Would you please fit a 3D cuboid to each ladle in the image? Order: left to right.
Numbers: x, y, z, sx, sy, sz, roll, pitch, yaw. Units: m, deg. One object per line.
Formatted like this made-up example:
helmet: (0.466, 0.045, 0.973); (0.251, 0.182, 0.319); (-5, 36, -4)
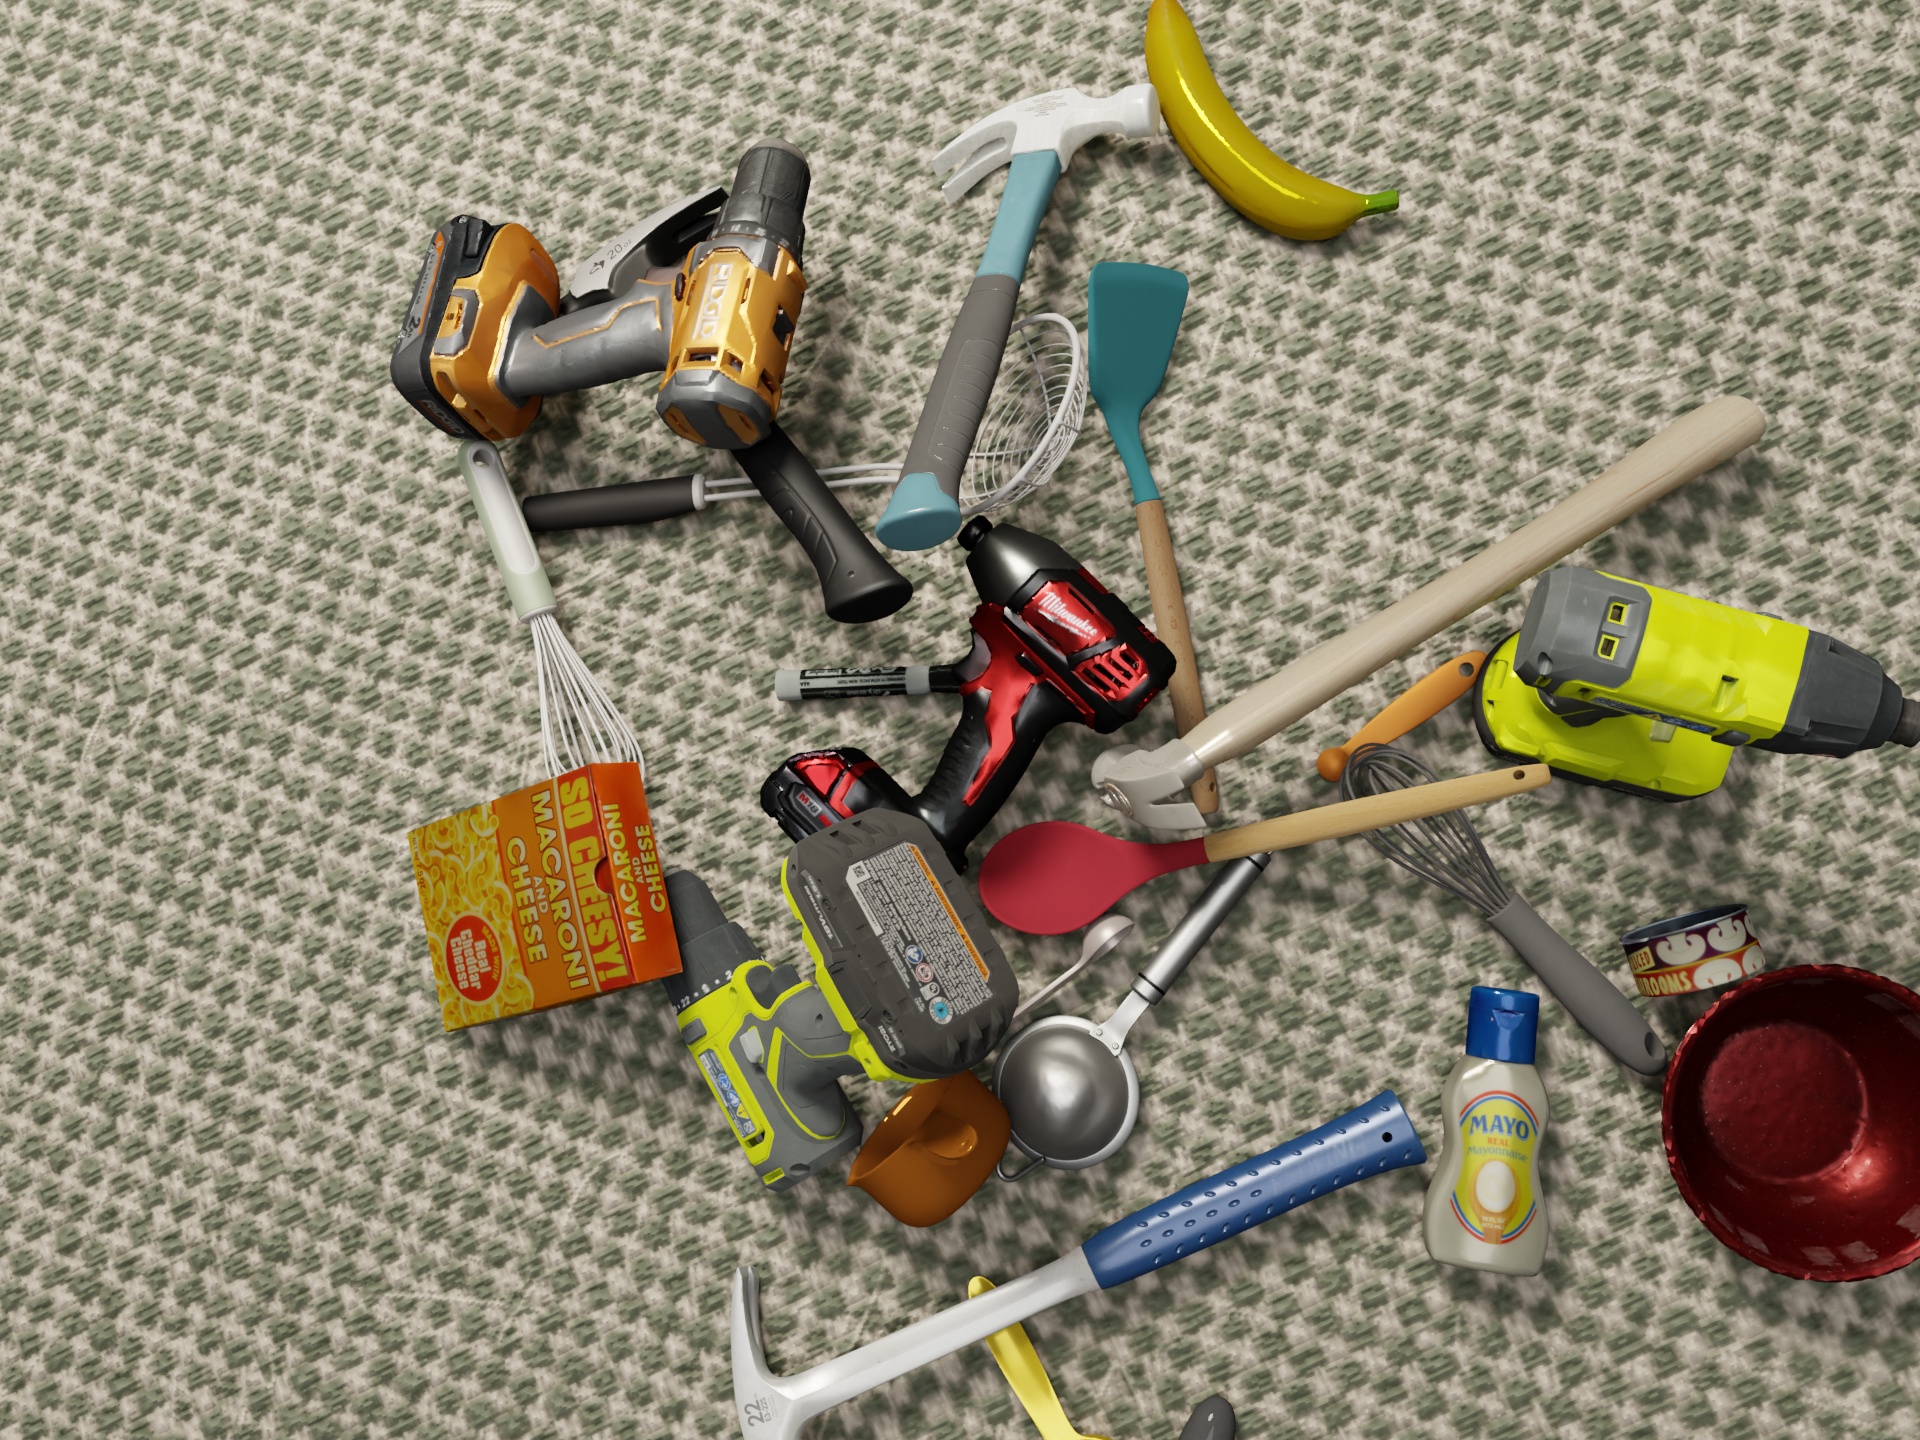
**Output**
ladle: (0.160, 0.064, 0.873); (0.315, 0.031, 0.069); (-14, 63, 19)

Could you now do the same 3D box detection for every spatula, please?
spatula: (0.120, -0.103, 0.919); (0.044, 0.082, 0.317); (-15, 84, 49)

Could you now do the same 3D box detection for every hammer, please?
hammer: (-0.123, -0.177, 0.911); (0.146, 0.035, 0.335); (-40, 60, 4)
hammer: (0.018, -0.233, 0.889); (0.128, 0.033, 0.331); (3, 59, 25)
hammer: (0.060, 0.301, 0.881); (0.405, 0.035, 0.144); (-25, 69, 2)
hammer: (0.260, -0.062, 0.849); (0.410, 0.146, 0.038); (-31, 95, -5)

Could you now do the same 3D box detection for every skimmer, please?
skimmer: (-0.104, -0.161, 0.934); (0.363, 0.090, 0.127); (-6, 56, 9)

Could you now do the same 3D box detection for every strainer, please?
strainer: (0.099, 0.157, 0.899); (0.087, 0.050, 0.258); (38, 86, 18)

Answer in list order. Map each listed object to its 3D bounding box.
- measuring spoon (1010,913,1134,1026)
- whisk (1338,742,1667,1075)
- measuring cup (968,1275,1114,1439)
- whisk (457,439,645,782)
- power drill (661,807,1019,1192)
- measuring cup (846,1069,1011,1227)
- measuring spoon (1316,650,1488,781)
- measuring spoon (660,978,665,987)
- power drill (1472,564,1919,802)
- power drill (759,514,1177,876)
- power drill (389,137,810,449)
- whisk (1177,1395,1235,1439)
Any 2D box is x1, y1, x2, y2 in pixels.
measuring spoon: (0.047, 0.149, 0.912); (0.124, 0.034, 0.018); (-39, 71, 6)
whisk: (0.298, 0.105, 0.874); (0.055, 0.055, 0.239); (-44, 84, 1)
measuring cup: (0.049, 0.383, 0.891); (0.062, 0.029, 0.157); (-32, 69, 1)
whisk: (-0.249, -0.056, 0.951); (0.058, 0.059, 0.246); (-20, 86, -29)
power drill: (-0.085, 0.138, 0.853); (0.080, 0.228, 0.190); (-22, 78, -41)
measuring cup: (-0.002, 0.230, 0.838); (0.052, 0.173, 0.095); (45, 74, -5)
measuring spoon: (0.253, -0.004, 0.908); (0.117, 0.011, 0.021); (-36, 81, 2)
measuring spoon: (-0.187, 0.114, 0.948); (0.021, 0.042, 0.128); (-27, 88, -21)
power drill: (0.350, -0.012, 0.789); (0.171, 0.223, 0.080); (17, 87, 9)
power drill: (-0.001, -0.003, 0.893); (0.143, 0.078, 0.219); (45, 98, 6)
power drill: (-0.193, -0.245, 0.904); (0.226, 0.084, 0.185); (3, 69, 20)
whisk: (0.090, 0.502, 0.854); (0.070, 0.070, 0.285); (20, 81, 9)
